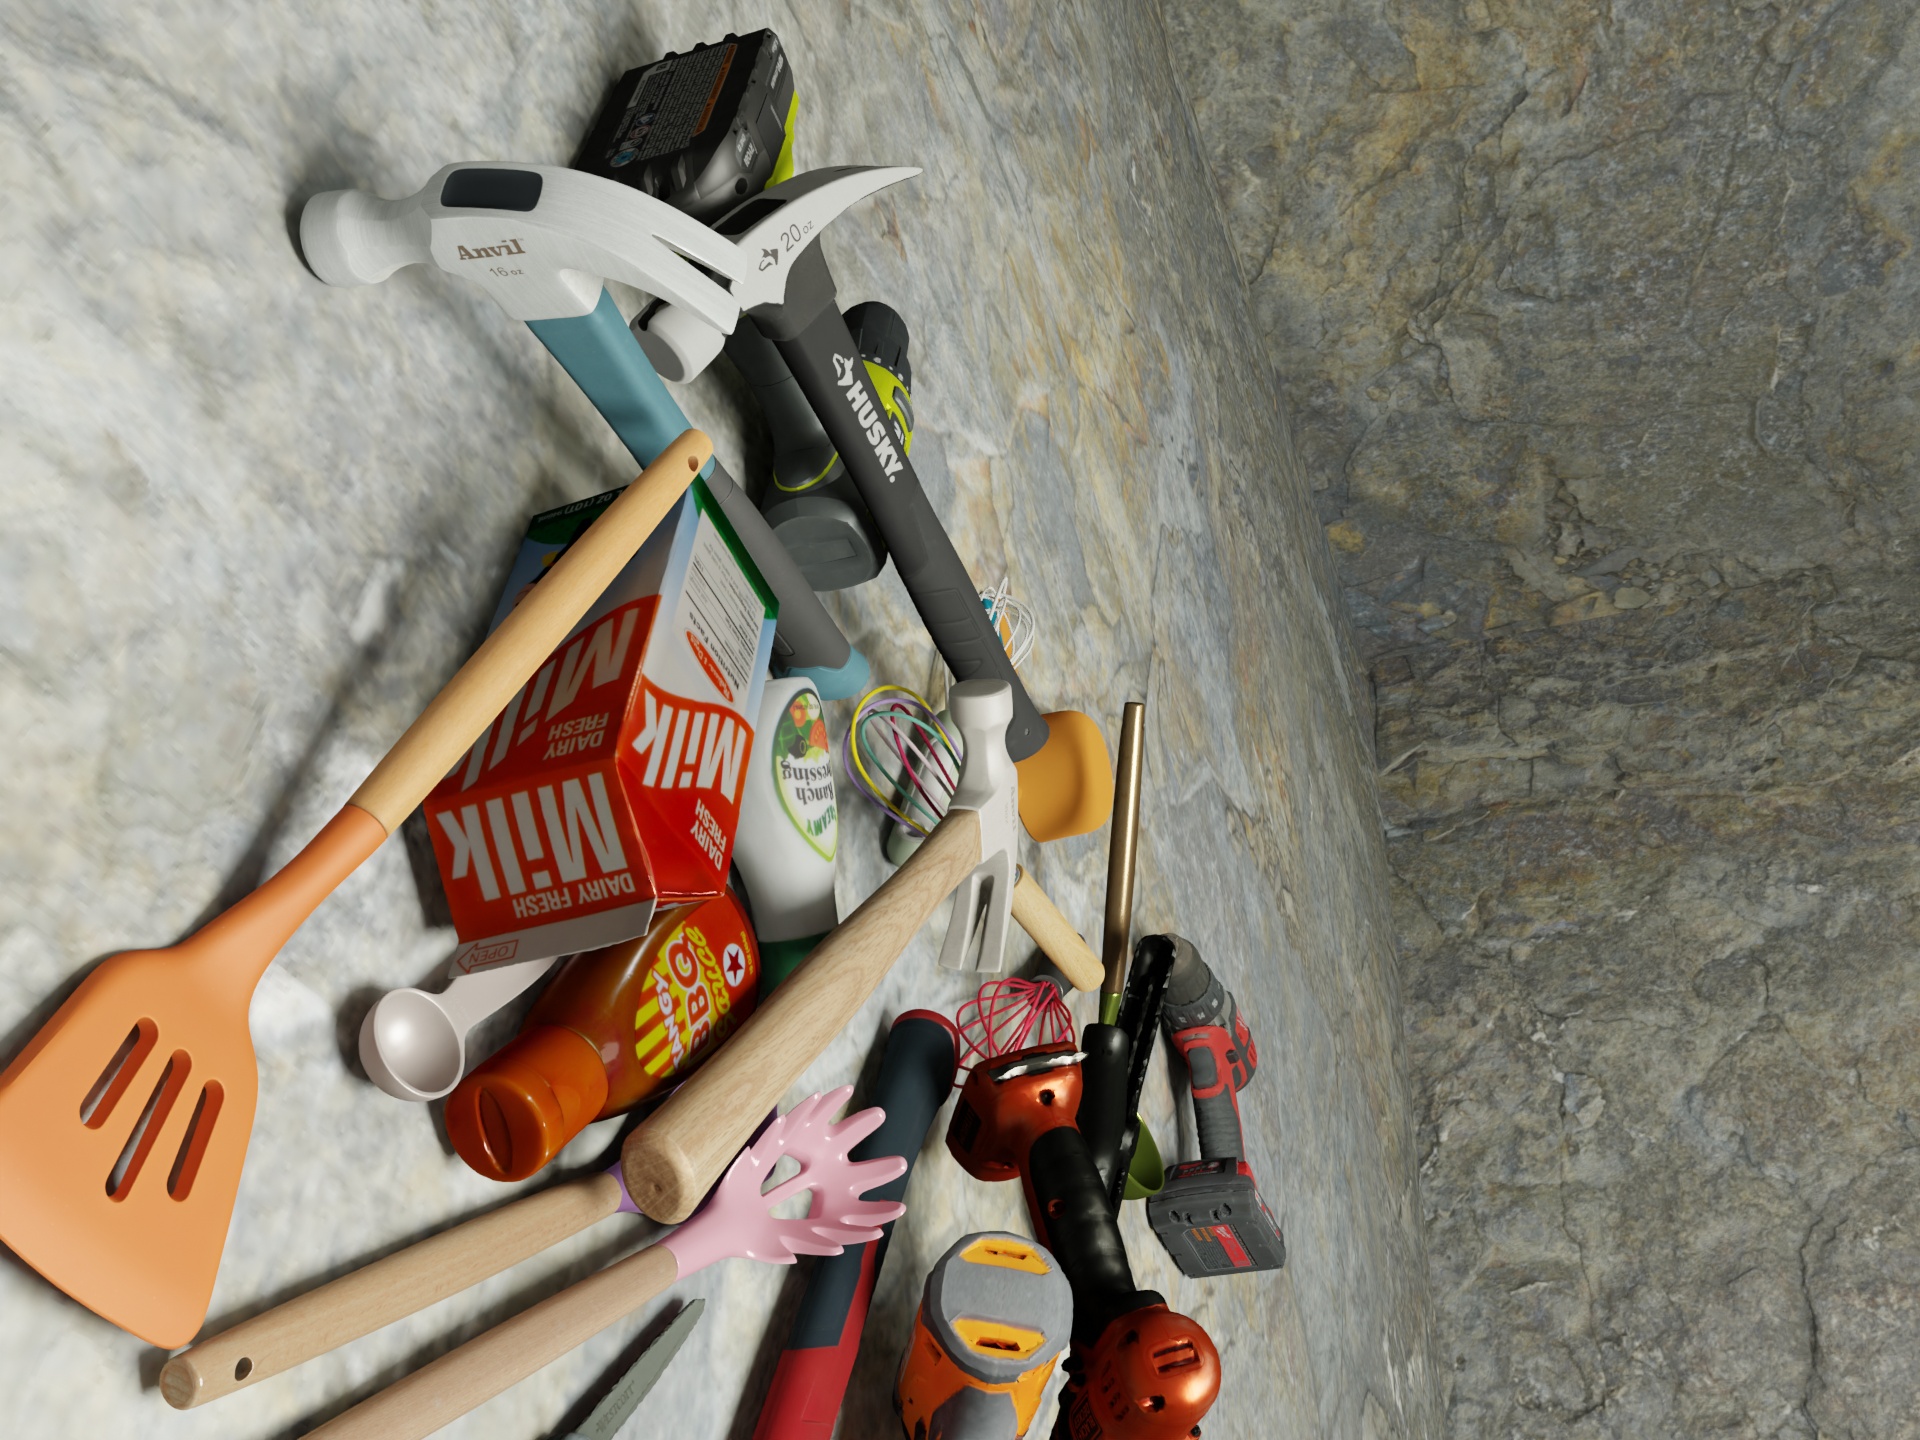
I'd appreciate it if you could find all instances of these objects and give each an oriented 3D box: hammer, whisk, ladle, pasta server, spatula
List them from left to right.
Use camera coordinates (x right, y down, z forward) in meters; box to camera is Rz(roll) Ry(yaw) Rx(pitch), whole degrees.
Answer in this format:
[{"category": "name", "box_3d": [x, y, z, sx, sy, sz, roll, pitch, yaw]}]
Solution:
[{"category": "spatula", "box_3d": [-0.149, 0.013, 0.455, 0.323, 0.041, 0.080, -60, 137, -38]}, {"category": "spatula", "box_3d": [-0.131, 0.159, 0.521, 0.315, 0.018, 0.060, 4, 84, -70]}, {"category": "pasta server", "box_3d": [-0.108, 0.184, 0.517, 0.060, 0.040, 0.316, 65, 23, 10]}, {"category": "hammer", "box_3d": [-0.105, -0.091, 0.624, 0.330, 0.128, 0.033, 59, 33, -60]}, {"category": "hammer", "box_3d": [-0.062, 0.243, 0.635, 0.387, 0.038, 0.143, -69, 141, -56]}, {"category": "hammer", "box_3d": [-0.039, 0.095, 0.652, 0.331, 0.031, 0.130, -43, 132, -60]}, {"category": "hammer", "box_3d": [-0.022, -0.097, 0.741, 0.146, 0.035, 0.334, -52, 138, -23]}, {"category": "whisk", "box_3d": [-0.001, -0.003, 0.925, 0.246, 0.058, 0.059, -70, 174, -48]}, {"category": "whisk", "box_3d": [0.017, 0.068, 0.845, 0.244, 0.051, 0.047, 52, 33, -35]}, {"category": "whisk", "box_3d": [0.047, 0.169, 0.950, 0.296, 0.073, 0.073, -22, 100, -77]}, {"category": "ladle", "box_3d": [0.110, 0.148, 1.016, 0.078, 0.062, 0.320, -14, 109, -71]}]

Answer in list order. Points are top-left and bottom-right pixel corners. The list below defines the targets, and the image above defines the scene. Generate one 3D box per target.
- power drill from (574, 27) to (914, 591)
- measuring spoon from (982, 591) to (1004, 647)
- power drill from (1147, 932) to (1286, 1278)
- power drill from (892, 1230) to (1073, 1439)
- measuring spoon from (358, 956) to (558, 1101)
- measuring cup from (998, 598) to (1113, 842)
[{"category": "power drill", "box_3d": [-0.084, -0.201, 0.765, 0.228, 0.080, 0.191, 63, 26, -44]}, {"category": "measuring spoon", "box_3d": [0.020, -0.030, 1.046, 0.042, 0.021, 0.129, 47, 28, -54]}, {"category": "power drill", "box_3d": [0.189, 0.294, 1.238, 0.227, 0.080, 0.187, -86, 155, -43]}, {"category": "power drill", "box_3d": [-0.004, 0.346, 0.641, 0.227, 0.084, 0.164, -82, -177, -45]}, {"category": "measuring spoon", "box_3d": [-0.155, 0.086, 0.508, 0.034, 0.018, 0.124, 59, 16, -7]}, {"category": "measuring cup", "box_3d": [0.063, -0.005, 1.085, 0.095, 0.052, 0.173, -25, 105, -70]}]
